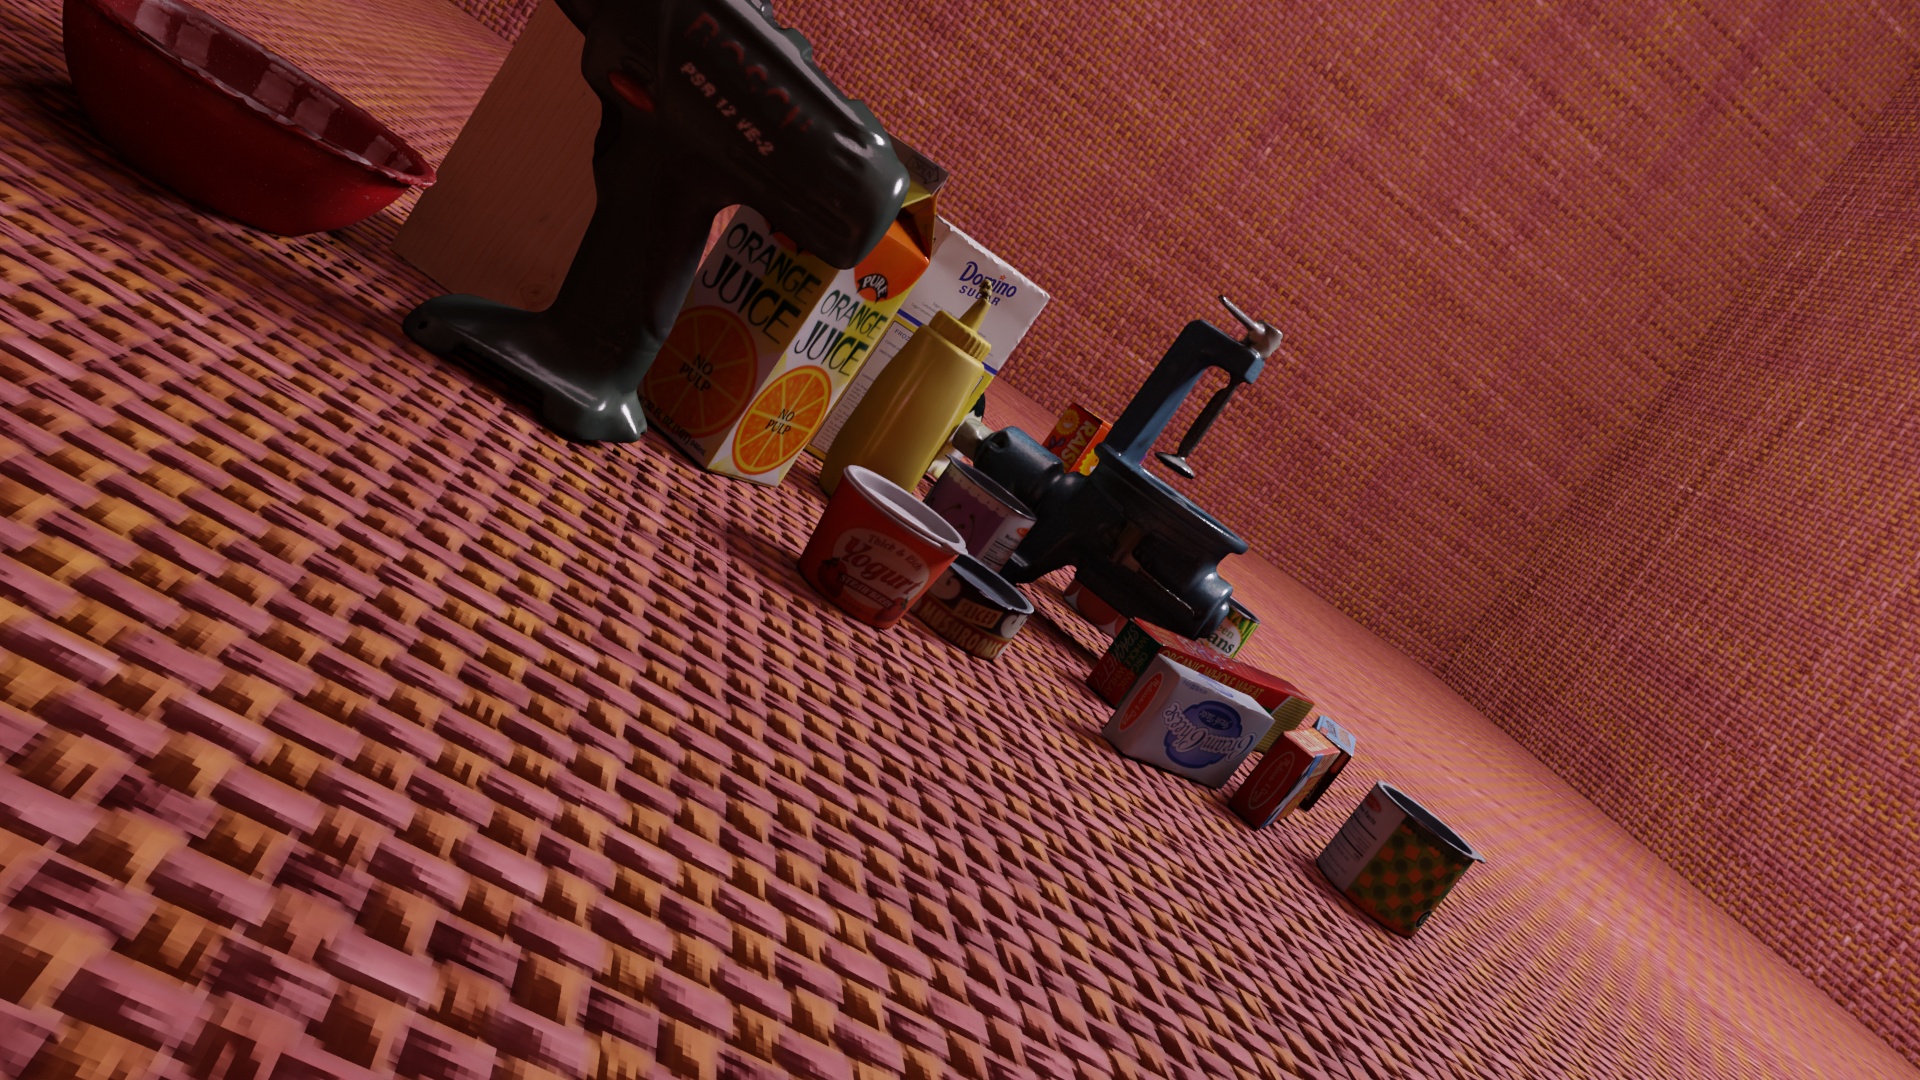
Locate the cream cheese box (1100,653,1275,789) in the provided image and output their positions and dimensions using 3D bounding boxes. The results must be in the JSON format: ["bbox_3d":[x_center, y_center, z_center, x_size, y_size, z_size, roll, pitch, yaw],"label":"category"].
[{"bbox_3d":[0.125,0.100,0.758,0.104,0.053,0.024,26,13,-45],"label":"cream cheese box"}]

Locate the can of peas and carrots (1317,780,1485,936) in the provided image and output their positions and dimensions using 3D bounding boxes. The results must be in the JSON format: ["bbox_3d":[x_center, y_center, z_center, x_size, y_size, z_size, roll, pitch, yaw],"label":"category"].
[{"bbox_3d":[0.244,0.178,0.774,0.071,0.058,0.071,34,9,-6],"label":"can of peas and carrots"}]

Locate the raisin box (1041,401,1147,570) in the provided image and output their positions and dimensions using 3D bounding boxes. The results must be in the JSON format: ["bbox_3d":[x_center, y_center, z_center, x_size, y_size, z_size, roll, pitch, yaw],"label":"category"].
[{"bbox_3d":[0.086,-0.042,1.113,0.040,0.123,0.086,41,11,34],"label":"raisin box"}]

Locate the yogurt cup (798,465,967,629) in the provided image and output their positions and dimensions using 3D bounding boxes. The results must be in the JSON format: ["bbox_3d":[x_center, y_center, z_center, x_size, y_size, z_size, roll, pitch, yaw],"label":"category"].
[{"bbox_3d":[-0.040,0.005,0.653,0.072,0.054,0.072,34,9,-6],"label":"yogurt cup"}]

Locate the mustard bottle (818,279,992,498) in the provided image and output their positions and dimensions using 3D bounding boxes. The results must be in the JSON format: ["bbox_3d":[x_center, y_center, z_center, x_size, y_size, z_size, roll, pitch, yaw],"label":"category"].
[{"bbox_3d":[-0.024,-0.087,0.836,0.049,0.160,0.065,31,10,-28],"label":"mustard bottle"}]

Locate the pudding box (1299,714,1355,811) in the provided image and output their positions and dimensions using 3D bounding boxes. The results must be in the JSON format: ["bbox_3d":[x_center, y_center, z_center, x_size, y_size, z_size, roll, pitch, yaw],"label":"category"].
[{"bbox_3d":[0.239,0.148,0.933,0.030,0.049,0.084,38,9,14],"label":"pudding box"}]

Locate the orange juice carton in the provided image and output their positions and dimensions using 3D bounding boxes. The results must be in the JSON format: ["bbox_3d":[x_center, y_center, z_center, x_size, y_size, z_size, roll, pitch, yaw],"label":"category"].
[{"bbox_3d":[-0.085,-0.128,0.725,0.072,0.192,0.073,39,9,22],"label":"orange juice carton"}]

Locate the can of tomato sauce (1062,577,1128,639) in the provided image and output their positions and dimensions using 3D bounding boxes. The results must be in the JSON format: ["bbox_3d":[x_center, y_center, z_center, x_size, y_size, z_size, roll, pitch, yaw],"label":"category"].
[{"bbox_3d":[0.127,0.027,1.037,0.071,0.083,0.071,34,9,-6],"label":"can of tomato sauce"}]

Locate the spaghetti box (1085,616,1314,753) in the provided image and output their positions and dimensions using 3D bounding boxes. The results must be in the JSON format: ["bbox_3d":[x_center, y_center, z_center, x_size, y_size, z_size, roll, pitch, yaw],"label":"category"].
[{"bbox_3d":[0.163,0.100,0.905,0.029,0.050,0.250,42,11,36],"label":"spaghetti box"}]

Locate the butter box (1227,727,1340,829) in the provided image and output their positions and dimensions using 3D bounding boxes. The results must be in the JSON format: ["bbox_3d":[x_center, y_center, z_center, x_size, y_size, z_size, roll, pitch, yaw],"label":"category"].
[{"bbox_3d":[0.189,0.136,0.805,0.024,0.053,0.103,39,10,22],"label":"butter box"}]

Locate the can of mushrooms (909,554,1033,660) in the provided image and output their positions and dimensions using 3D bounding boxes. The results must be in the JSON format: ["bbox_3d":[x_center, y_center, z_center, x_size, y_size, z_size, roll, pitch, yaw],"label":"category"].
[{"bbox_3d":[0.003,0.032,0.730,0.071,0.033,0.071,34,9,-6],"label":"can of mushrooms"}]

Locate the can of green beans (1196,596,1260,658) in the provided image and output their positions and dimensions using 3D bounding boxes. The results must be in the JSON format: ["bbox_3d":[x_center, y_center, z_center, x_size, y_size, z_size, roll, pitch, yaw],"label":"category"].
[{"bbox_3d":[0.214,0.073,1.194,0.071,0.057,0.071,34,9,-6],"label":"can of green beans"}]

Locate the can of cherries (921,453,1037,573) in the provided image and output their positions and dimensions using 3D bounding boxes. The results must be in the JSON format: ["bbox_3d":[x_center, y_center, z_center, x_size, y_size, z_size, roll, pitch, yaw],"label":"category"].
[{"bbox_3d":[0.003,-0.011,0.867,0.071,0.058,0.071,34,9,-6],"label":"can of cherries"}]
